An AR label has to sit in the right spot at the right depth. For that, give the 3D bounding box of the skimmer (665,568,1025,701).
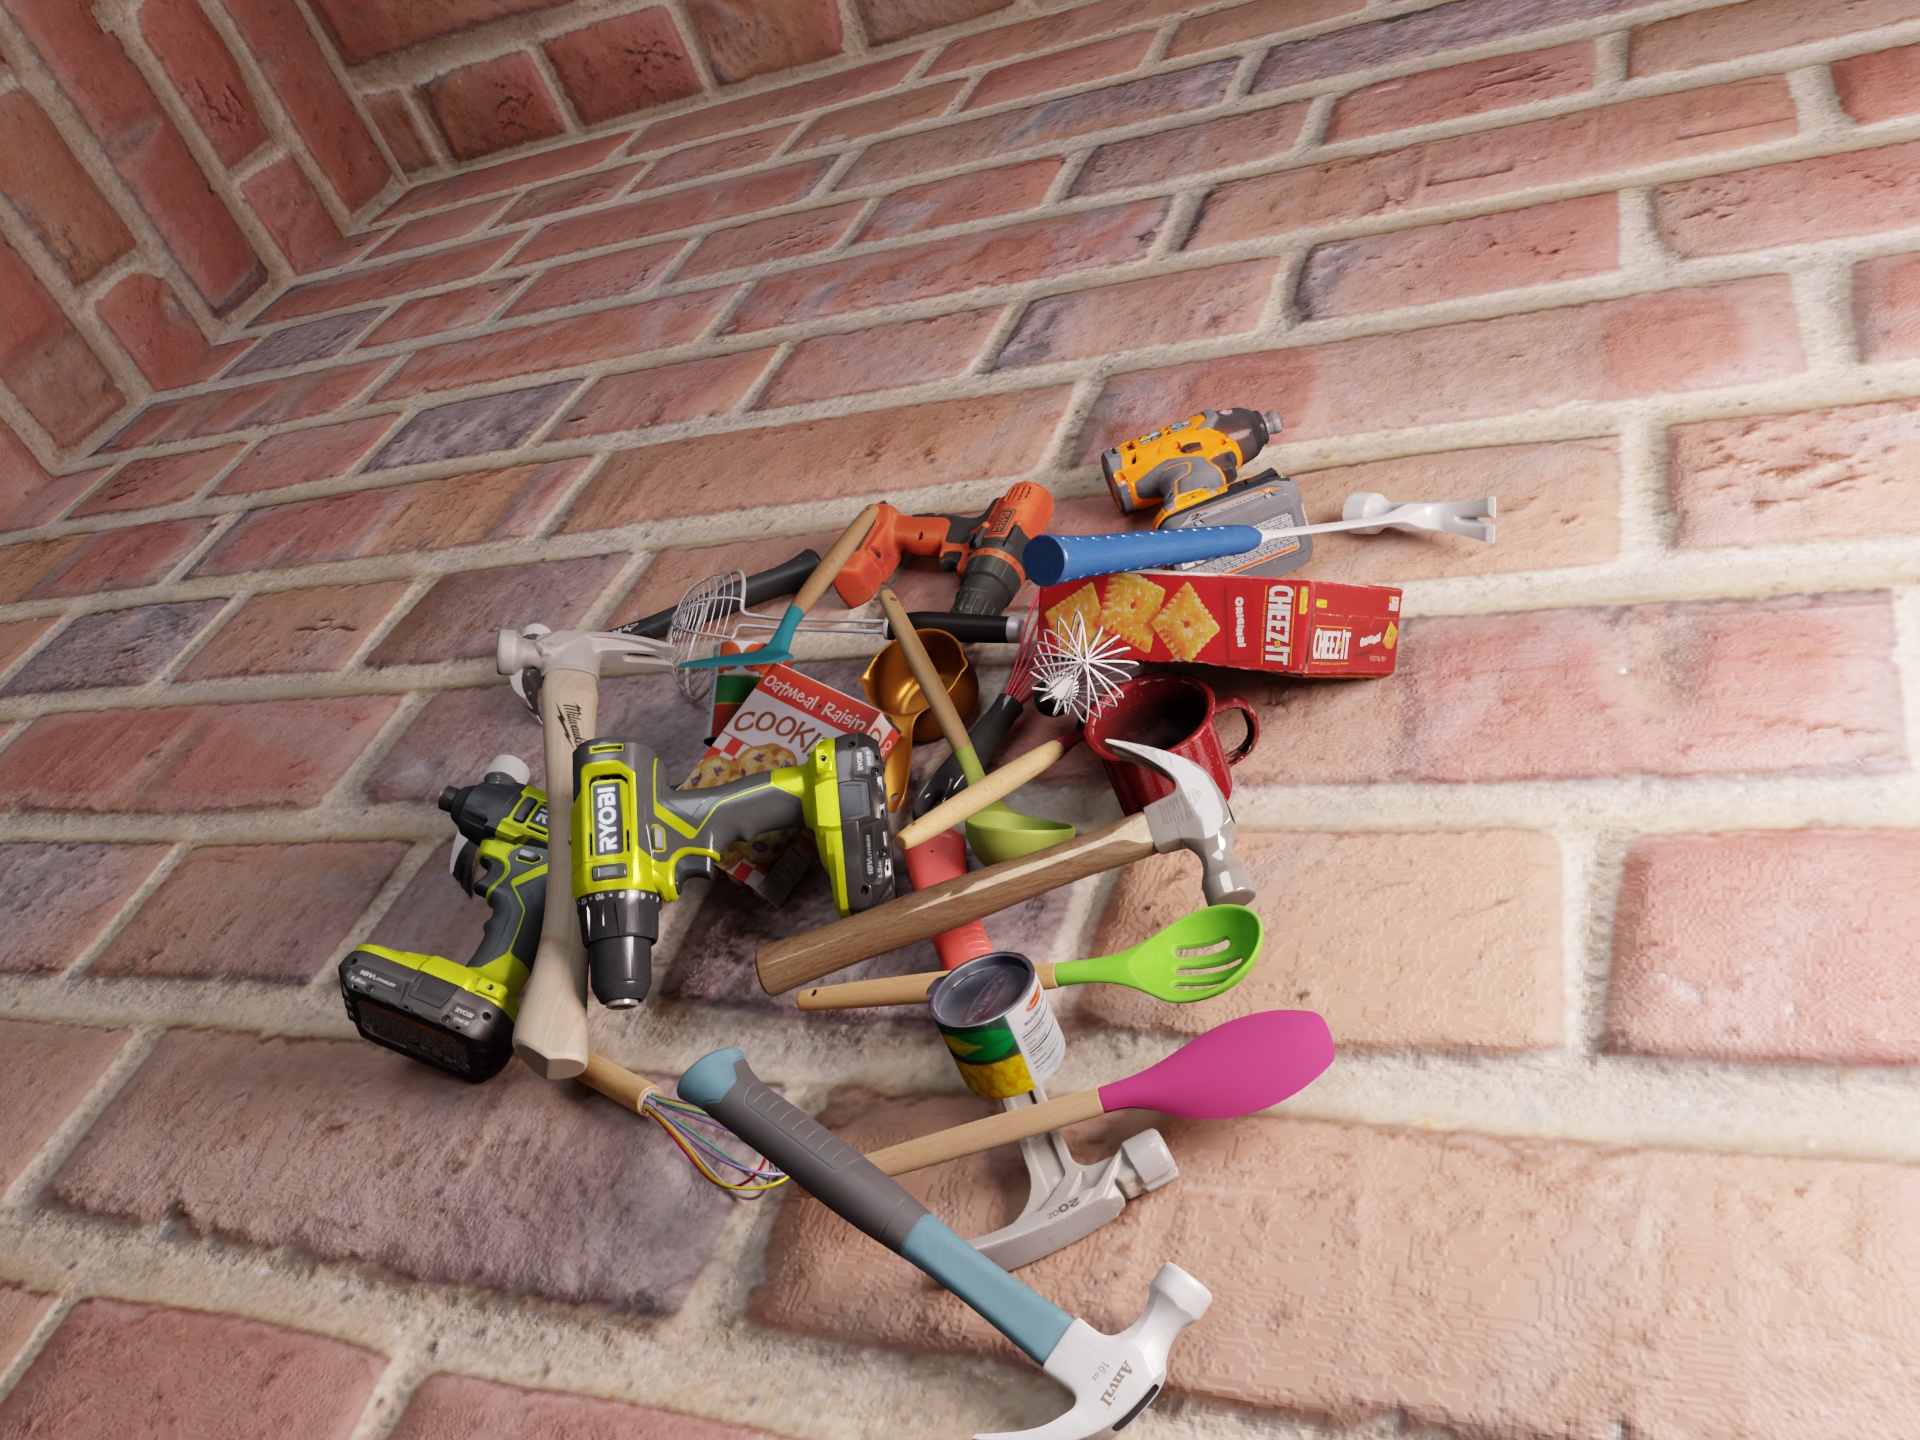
[{"bbox_3d":[-0.106,-0.073,1.397,0.363,0.090,0.127,3,70,23],"label":"skimmer"}]

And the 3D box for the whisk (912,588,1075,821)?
[{"bbox_3d":[0.050,-0.028,1.259,0.073,0.073,0.296,14,57,41],"label":"whisk"}]

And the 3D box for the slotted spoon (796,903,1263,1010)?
[{"bbox_3d":[0.037,0.160,0.991,0.314,0.031,0.070,-10,39,22],"label":"slotted spoon"}]

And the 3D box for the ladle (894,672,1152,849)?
[{"bbox_3d":[0.054,0.028,1.115,0.069,0.031,0.315,-16,8,40],"label":"ladle"}]

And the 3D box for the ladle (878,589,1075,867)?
[{"bbox_3d":[-0.002,-0.004,1.195,0.078,0.062,0.321,2,42,-30],"label":"ladle"}]

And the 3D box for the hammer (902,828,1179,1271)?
[{"bbox_3d":[0.008,0.189,1.023,0.149,0.036,0.359,-25,36,-1],"label":"hammer"}]

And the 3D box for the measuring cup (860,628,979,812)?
[{"bbox_3d":[-0.034,0.010,1.268,0.095,0.052,0.174,-7,54,22],"label":"measuring cup"}]

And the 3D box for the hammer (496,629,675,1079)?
[{"bbox_3d":[-0.289,0.085,1.216,0.146,0.038,0.411,2,47,-14],"label":"hammer"}]

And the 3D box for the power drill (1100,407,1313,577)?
[{"bbox_3d":[0.221,-0.198,1.354,0.164,0.084,0.227,-21,32,4],"label":"power drill"}]

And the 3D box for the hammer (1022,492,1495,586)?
[{"bbox_3d":[0.217,-0.132,1.131,0.405,0.035,0.144,-11,14,-36],"label":"hammer"}]

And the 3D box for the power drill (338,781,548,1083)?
[{"bbox_3d":[-0.364,0.148,1.213,0.171,0.080,0.223,20,49,6],"label":"power drill"}]

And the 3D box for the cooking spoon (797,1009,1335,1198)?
[{"bbox_3d":[0.056,0.224,0.907,0.319,0.017,0.069,-19,34,8],"label":"cooking spoon"}]

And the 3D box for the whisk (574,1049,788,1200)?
[{"bbox_3d":[-0.195,0.258,1.048,0.245,0.051,0.047,12,55,44],"label":"whisk"}]

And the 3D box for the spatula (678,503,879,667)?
[{"bbox_3d":[-0.131,-0.114,1.346,0.082,0.044,0.318,-2,34,23],"label":"spatula"}]

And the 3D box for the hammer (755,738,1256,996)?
[{"bbox_3d":[0.017,0.109,1.037,0.331,0.031,0.130,-21,60,12],"label":"hammer"}]

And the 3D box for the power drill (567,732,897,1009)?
[{"bbox_3d":[-0.163,0.100,1.130,0.228,0.080,0.191,-6,70,-1],"label":"power drill"}]

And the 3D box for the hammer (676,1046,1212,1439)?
[{"bbox_3d":[-0.033,0.274,0.875,0.331,0.033,0.128,27,70,32],"label":"hammer"}]

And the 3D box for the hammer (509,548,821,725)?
[{"bbox_3d":[-0.285,-0.094,1.551,0.335,0.035,0.146,-19,35,7],"label":"hammer"}]

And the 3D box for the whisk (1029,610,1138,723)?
[{"bbox_3d":[0.073,-0.024,1.095,0.070,0.070,0.284,-27,-3,-3],"label":"whisk"}]

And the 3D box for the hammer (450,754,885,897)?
[{"bbox_3d":[-0.249,0.068,1.326,0.409,0.036,0.149,-8,40,21],"label":"hammer"}]
